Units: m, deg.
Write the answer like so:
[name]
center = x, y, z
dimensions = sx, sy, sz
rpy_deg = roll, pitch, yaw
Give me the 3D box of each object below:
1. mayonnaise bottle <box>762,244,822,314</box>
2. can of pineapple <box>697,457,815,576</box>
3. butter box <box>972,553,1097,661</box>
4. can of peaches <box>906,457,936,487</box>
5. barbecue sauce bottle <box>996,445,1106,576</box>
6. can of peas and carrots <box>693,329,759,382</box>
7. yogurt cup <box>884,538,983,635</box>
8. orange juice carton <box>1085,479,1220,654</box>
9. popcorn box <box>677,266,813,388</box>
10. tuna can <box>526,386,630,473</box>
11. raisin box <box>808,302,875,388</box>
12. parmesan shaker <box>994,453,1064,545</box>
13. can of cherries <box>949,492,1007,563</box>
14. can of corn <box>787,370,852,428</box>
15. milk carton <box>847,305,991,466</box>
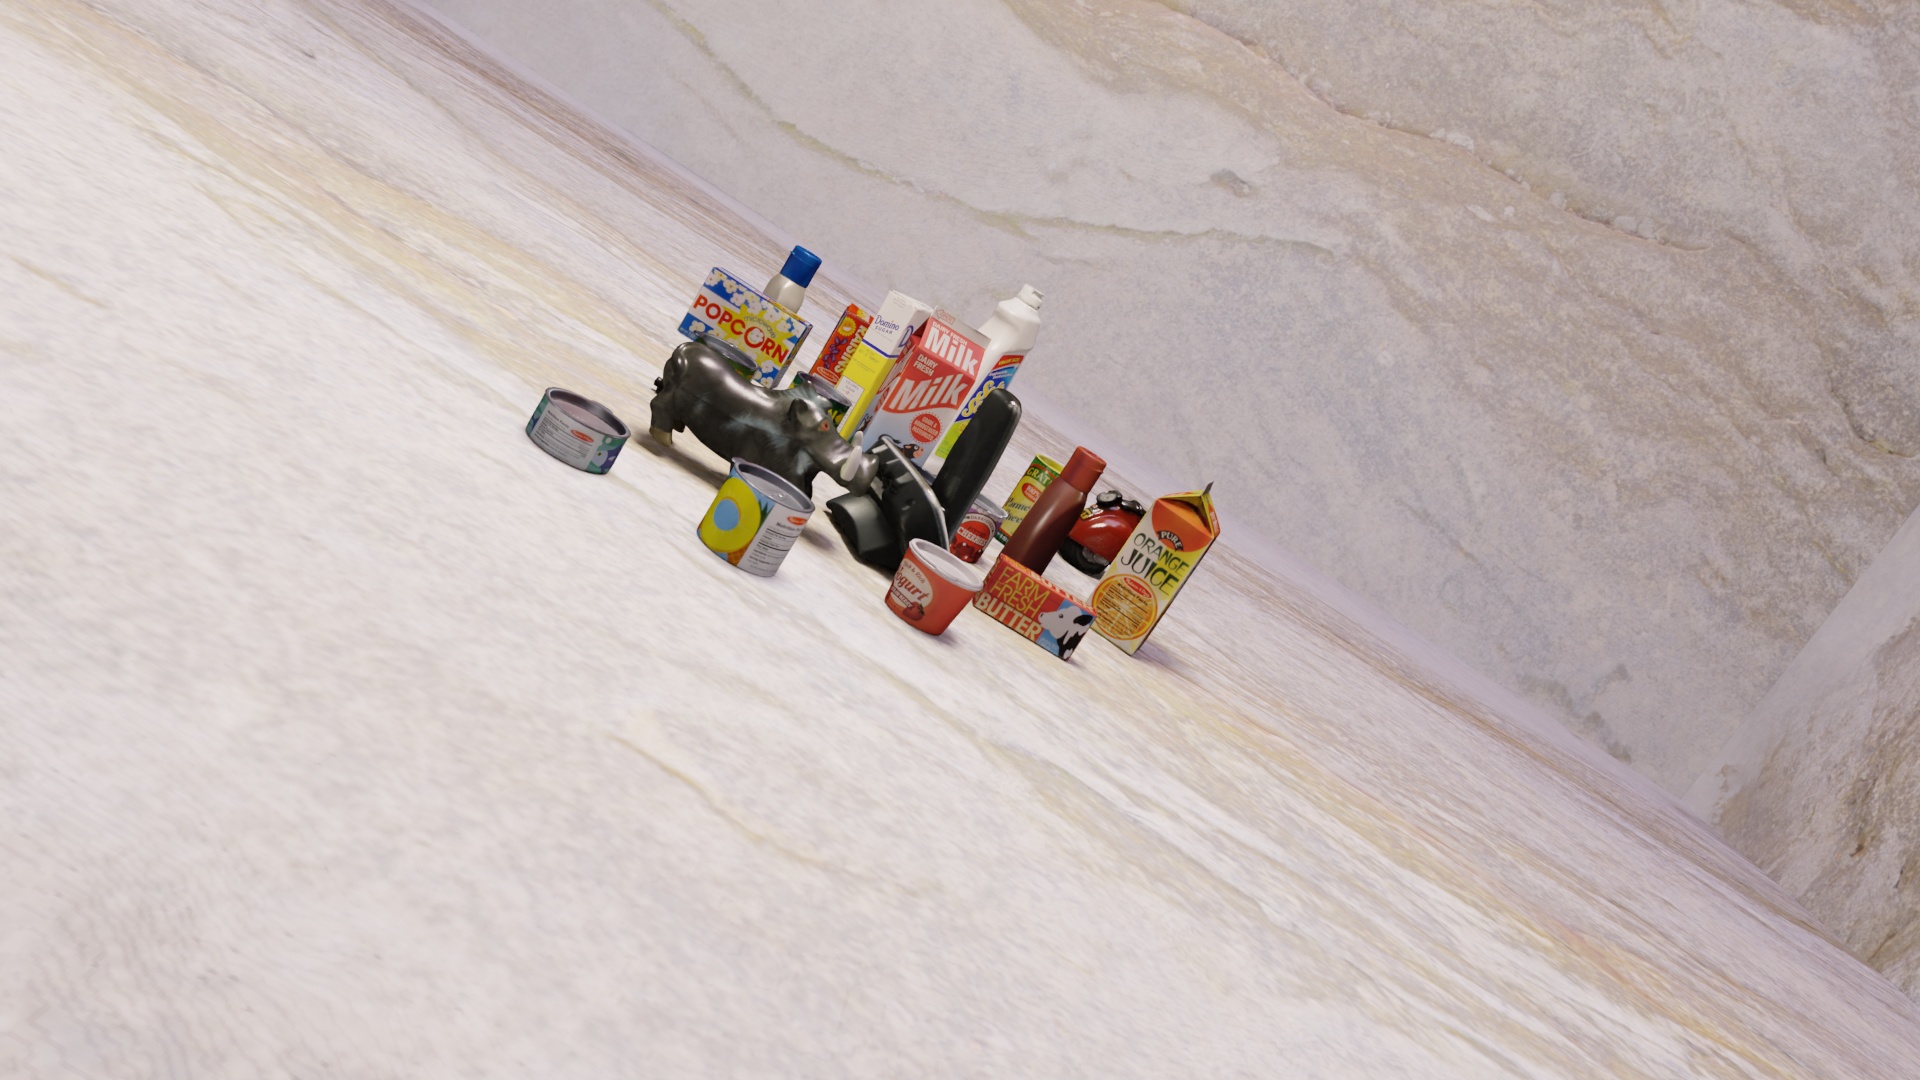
[mayonnaise bottle]
center = -0.214, -0.273, 1.623
dimensions = 0.041, 0.147, 0.065
rpy_deg = 25, 14, -33
[can of pineapple]
center = -0.148, -0.017, 0.996
dimensions = 0.071, 0.057, 0.071
rpy_deg = 31, 12, -7
[butter box]
center = 0.067, 0.060, 1.251
dimensions = 0.103, 0.053, 0.024
rpy_deg = 31, 12, -7
[can of peaches]
center = -0.061, -0.046, 1.334
dimensions = 0.071, 0.058, 0.071
rpy_deg = 31, 12, -7
[barbecue sauce bottle]
center = 0.098, -0.028, 1.449
dimensions = 0.044, 0.148, 0.065
rpy_deg = 39, 13, 28
[can of peas and carrots]
center = -0.237, -0.159, 1.329
dimensions = 0.071, 0.058, 0.071
rpy_deg = 31, 12, -7
[yogurt cup]
center = -0.024, 0.039, 1.104
dimensions = 0.072, 0.054, 0.072
rpy_deg = 31, 12, -7
[orange juice carton]
center = 0.206, 0.018, 1.436
dimensions = 0.073, 0.192, 0.072
rpy_deg = 35, 12, 11
[popcorn box]
center = -0.244, -0.241, 1.573
dimensions = 0.127, 0.085, 0.038
rpy_deg = 33, 11, -1
[tuna can]
center = -0.271, -0.078, 0.987
dimensions = 0.071, 0.032, 0.071
rpy_deg = 31, 12, -7
[raisin box]
center = -0.145, -0.210, 1.611
dimensions = 0.040, 0.123, 0.086
rpy_deg = 31, 12, -10
[parmesan shaker]
center = 0.088, -0.036, 1.563
dimensions = 0.071, 0.103, 0.071
rpy_deg = 31, 12, -7
[can of cherries]
center = 0.005, -0.017, 1.387
dimensions = 0.071, 0.058, 0.071
rpy_deg = 31, 12, -7
[can of corn]
center = -0.155, -0.133, 1.436
dimensions = 0.071, 0.058, 0.071
rpy_deg = 31, 12, -7
[milk carton]
center = -0.046, -0.147, 1.455
dimensions = 0.072, 0.190, 0.073
rpy_deg = 30, 12, -16
